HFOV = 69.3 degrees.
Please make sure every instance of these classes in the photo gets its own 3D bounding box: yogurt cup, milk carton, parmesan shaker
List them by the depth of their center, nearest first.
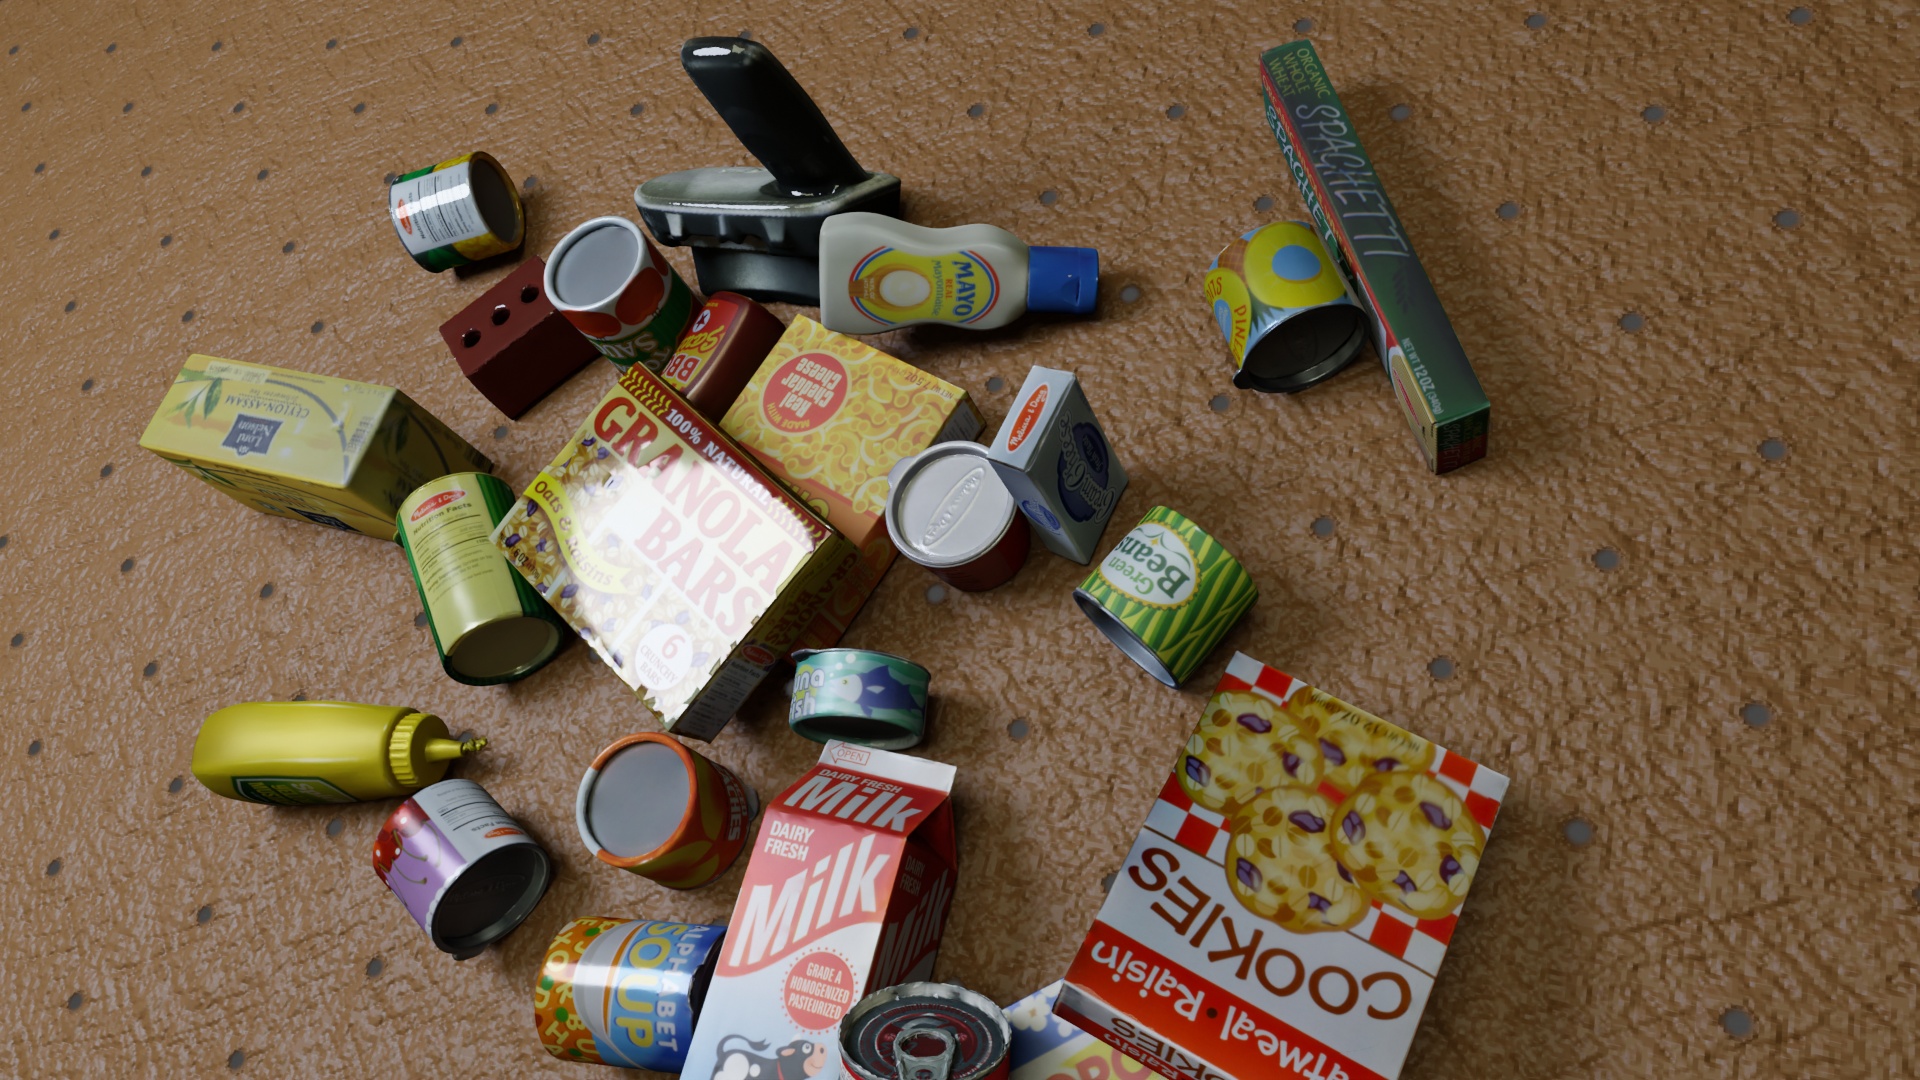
[{"bbox_3d":[-0.058,0.185,0.617,0.072,0.073,0.191,8,68,23],"label":"milk carton"},{"bbox_3d":[0.002,-0.009,0.700,0.072,0.053,0.072,-8,64,16],"label":"yogurt cup"},{"bbox_3d":[-0.269,0.023,0.773,0.071,0.071,0.103,-32,60,3],"label":"parmesan shaker"}]

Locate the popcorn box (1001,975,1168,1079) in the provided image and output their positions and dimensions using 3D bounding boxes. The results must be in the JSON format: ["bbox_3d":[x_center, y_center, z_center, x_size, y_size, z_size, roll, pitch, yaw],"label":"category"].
[{"bbox_3d":[0.078,0.215,0.576,0.126,0.038,0.085,-29,58,4],"label":"popcorn box"}]

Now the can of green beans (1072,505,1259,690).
[{"bbox_3d":[0.095,0.026,0.644,0.058,0.071,0.071,-47,60,-6],"label":"can of green beans"}]

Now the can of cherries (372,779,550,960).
[{"bbox_3d":[-0.253,0.165,0.699,0.058,0.071,0.071,33,80,29],"label":"can of cherries"}]

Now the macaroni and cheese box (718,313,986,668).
[{"bbox_3d":[-0.084,-0.029,0.747,0.124,0.040,0.167,27,77,29],"label":"macaroni and cheese box"}]

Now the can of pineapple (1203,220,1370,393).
[{"bbox_3d":[0.159,-0.115,0.689,0.071,0.071,0.058,-22,60,8],"label":"can of pineapple"}]

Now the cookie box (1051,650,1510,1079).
[{"bbox_3d":[0.130,0.142,0.555,0.123,0.040,0.168,25,58,16],"label":"cookie box"}]

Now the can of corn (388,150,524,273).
[{"bbox_3d":[-0.327,-0.215,0.908,0.058,0.071,0.071,-13,62,12],"label":"can of corn"}]

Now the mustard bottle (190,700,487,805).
[{"bbox_3d":[-0.331,0.115,0.753,0.160,0.065,0.049,-4,60,13],"label":"mustard bottle"}]

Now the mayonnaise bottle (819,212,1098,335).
[{"bbox_3d":[-0.001,-0.142,0.749,0.148,0.064,0.041,2,29,0],"label":"mayonnaise bottle"}]

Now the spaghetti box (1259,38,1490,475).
[{"bbox_3d":[0.204,-0.150,0.700,0.028,0.050,0.251,-19,61,8],"label":"spaghetti box"}]

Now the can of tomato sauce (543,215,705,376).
[{"bbox_3d":[-0.194,-0.137,0.813,0.071,0.083,0.071,-8,63,16],"label":"can of tomato sauce"}]

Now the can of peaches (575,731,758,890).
[{"bbox_3d":[-0.143,0.132,0.681,0.071,0.058,0.071,-8,63,16],"label":"can of peaches"}]

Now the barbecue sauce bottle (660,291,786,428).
[{"bbox_3d":[-0.158,-0.070,0.787,0.065,0.043,0.149,15,71,56],"label":"barbecue sauce bottle"}]

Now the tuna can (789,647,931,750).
[{"bbox_3d":[-0.050,0.077,0.668,0.071,0.071,0.033,-3,66,18],"label":"tuna can"}]

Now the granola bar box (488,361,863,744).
[{"bbox_3d":[-0.148,0.002,0.706,0.166,0.039,0.124,39,89,28],"label":"granola bar box"}]

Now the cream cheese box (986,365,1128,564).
[{"bbox_3d":[0.049,-0.034,0.668,0.024,0.103,0.053,19,73,29],"label":"cream cheese box"}]

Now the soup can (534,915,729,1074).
[{"bbox_3d":[-0.143,0.207,0.637,0.084,0.071,0.071,-1,66,19],"label":"soup can"}]
